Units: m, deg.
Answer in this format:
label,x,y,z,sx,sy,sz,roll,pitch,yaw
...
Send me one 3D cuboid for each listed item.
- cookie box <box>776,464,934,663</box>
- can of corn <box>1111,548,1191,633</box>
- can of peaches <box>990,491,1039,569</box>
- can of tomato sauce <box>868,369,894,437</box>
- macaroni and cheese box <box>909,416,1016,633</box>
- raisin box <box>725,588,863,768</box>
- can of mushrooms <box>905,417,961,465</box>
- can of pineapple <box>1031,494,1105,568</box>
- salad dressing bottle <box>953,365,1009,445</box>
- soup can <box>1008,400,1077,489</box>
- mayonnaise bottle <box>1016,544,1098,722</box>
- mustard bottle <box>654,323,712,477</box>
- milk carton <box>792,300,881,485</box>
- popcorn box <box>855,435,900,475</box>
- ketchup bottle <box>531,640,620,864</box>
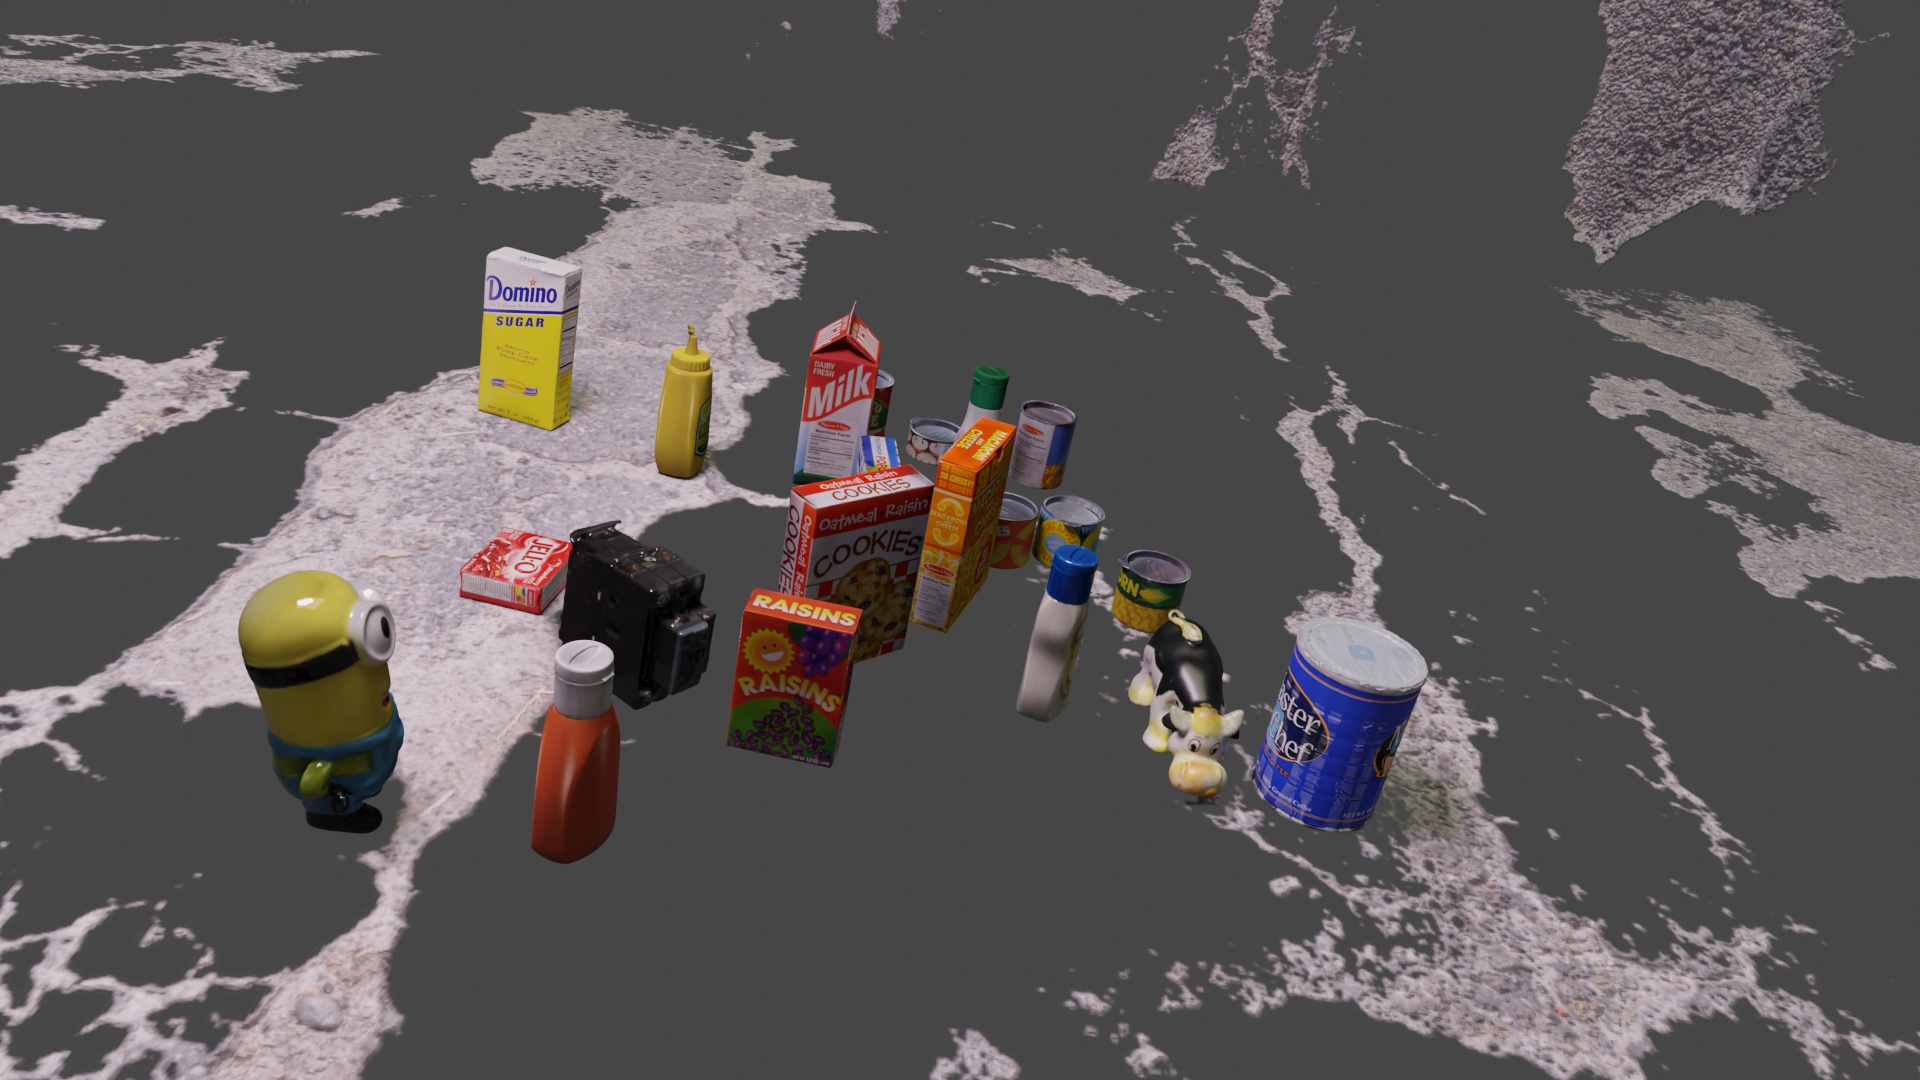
label,x,y,z,sx,sy,sz,roll,pitch,yaw
cookie box,-0.093,0.026,1.164,0.123,0.166,0.040,-14,36,-40
can of corn,0.182,0.049,1.347,0.071,0.058,0.071,9,27,-5
can of peaches,0.041,-0.010,1.406,0.071,0.057,0.071,9,27,-5
can of tomato sauce,-0.115,-0.149,1.586,0.071,0.082,0.071,9,27,-5
macaroni and cheese box,0.005,-0.016,1.284,0.040,0.165,0.124,18,27,12
raisin box,-0.126,0.104,1.049,0.086,0.122,0.040,12,27,2
can of mushrooms,-0.031,-0.115,1.608,0.071,0.033,0.071,9,27,-5
can of pineapple,0.109,-0.007,1.426,0.071,0.057,0.071,9,27,-5
salad dressing bottle,0.022,-0.115,1.503,0.044,0.147,0.064,-7,32,-32
soup can,0.095,-0.110,1.592,0.071,0.083,0.072,9,27,-5
mayonnaise bottle,0.082,0.076,1.156,0.041,0.147,0.065,19,27,14
mustard bottle,-0.282,-0.145,1.430,0.049,0.159,0.065,13,27,3
milk carton,-0.128,-0.154,1.472,0.073,0.189,0.073,9,27,-5
popcorn box,-0.084,-0.041,1.388,0.038,0.084,0.127,6,27,-11
ketchup bottle,-0.249,0.137,0.910,0.043,0.148,0.065,19,28,15
